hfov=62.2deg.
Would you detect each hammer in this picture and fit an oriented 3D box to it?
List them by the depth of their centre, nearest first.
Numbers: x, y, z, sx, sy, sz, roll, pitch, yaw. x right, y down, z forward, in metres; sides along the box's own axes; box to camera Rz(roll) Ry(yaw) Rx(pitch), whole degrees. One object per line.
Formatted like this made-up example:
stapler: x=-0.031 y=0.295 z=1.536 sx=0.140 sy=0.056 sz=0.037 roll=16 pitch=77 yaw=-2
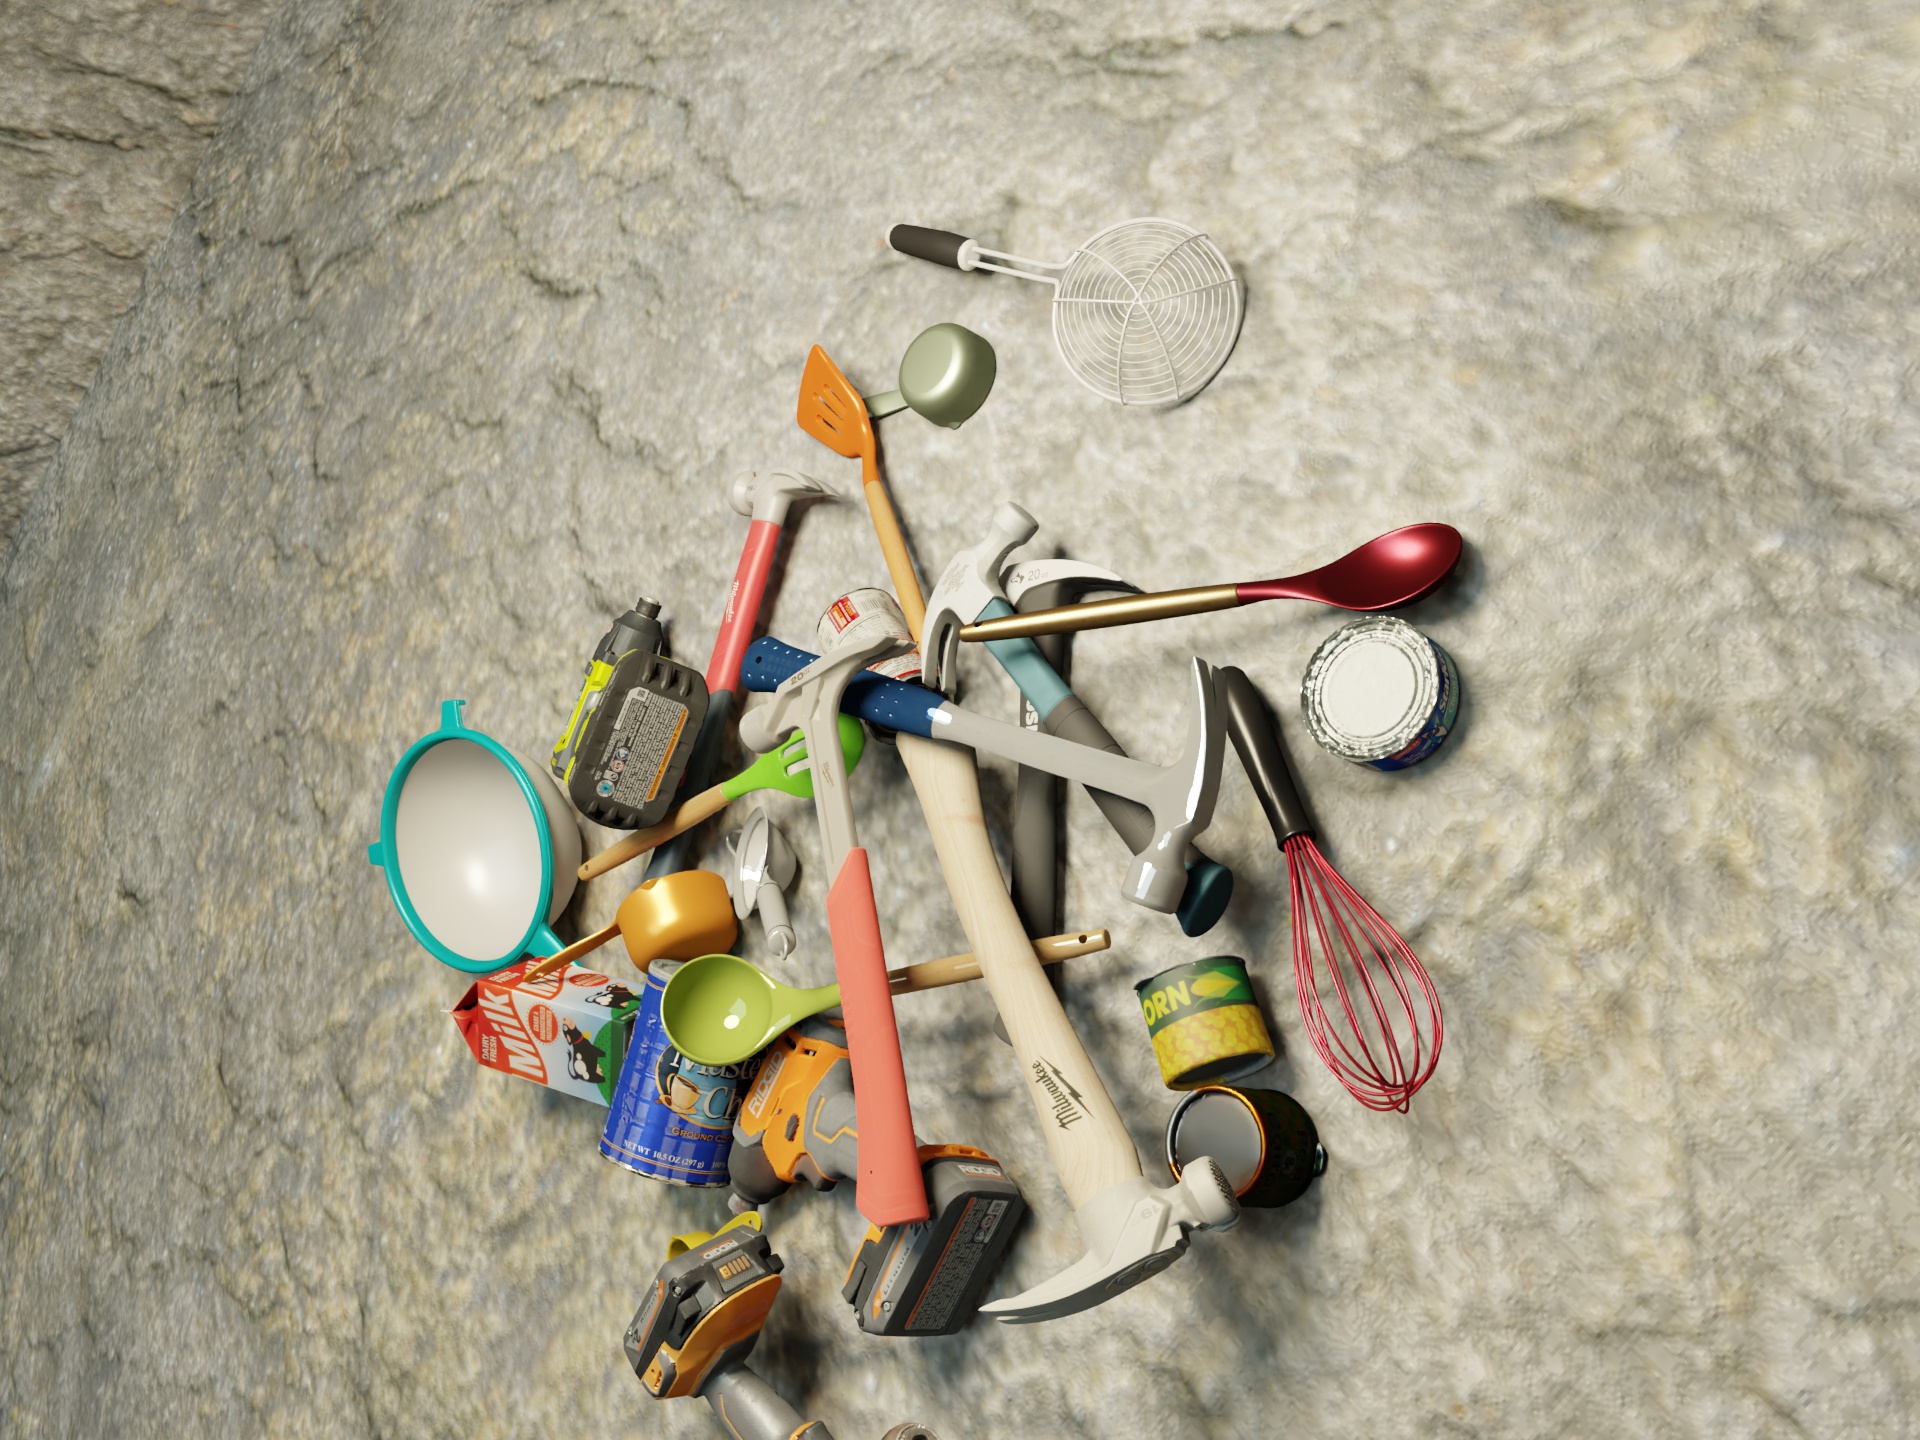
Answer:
hammer: x=0.022 y=0.152 z=0.962 sx=0.146 sy=0.038 sz=0.411 roll=-31 pitch=47 yaw=9
hammer: x=-0.059 y=0.129 z=0.995 sx=0.149 sy=0.036 sz=0.359 roll=-28 pitch=63 yaw=36
hammer: x=0.071 y=0.002 z=1.009 sx=0.128 sy=0.033 sz=0.331 roll=-50 pitch=49 yaw=19
hammer: x=-0.002 y=-0.003 z=1.025 sx=0.406 sy=0.035 sz=0.144 roll=17 pitch=86 yaw=43
hammer: x=0.055 y=0.052 z=1.055 sx=0.146 sy=0.035 sz=0.335 roll=-11 pitch=69 yaw=40
hammer: x=-0.190 y=-0.015 z=1.277 sx=0.143 sy=0.038 sz=0.386 roll=12 pitch=86 yaw=57

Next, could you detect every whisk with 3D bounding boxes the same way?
whisk: x=0.199 y=0.084 z=0.904 sx=0.073 sy=0.073 sz=0.296 roll=-37 pitch=49 yaw=27

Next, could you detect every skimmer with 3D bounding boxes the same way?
skimmer: x=0.059 y=-0.324 z=1.179 sx=0.364 sy=0.090 sz=0.127 roll=36 pitch=103 yaw=52

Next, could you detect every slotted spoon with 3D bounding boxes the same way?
slotted spoon: x=-0.194 y=0.066 z=1.217 sx=0.314 sy=0.031 sz=0.070 roll=-28 pitch=64 yaw=34

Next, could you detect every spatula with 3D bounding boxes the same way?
spatula: x=-0.070 y=-0.161 z=1.210 sx=0.081 sy=0.041 sz=0.323 roll=111 pitch=150 yaw=-44

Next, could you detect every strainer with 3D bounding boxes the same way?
strainer: x=-0.137 y=0.124 z=1.142 sx=0.258 sy=0.050 sz=0.087 roll=-133 pitch=56 yaw=-73
strainer: x=-0.358 y=0.149 z=1.365 sx=0.341 sy=0.095 sz=0.211 roll=44 pitch=116 yaw=19

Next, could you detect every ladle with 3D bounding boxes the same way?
ladle: x=0.144 y=-0.073 z=0.968 sx=0.315 sy=0.031 sz=0.069 roll=-7 pitch=40 yaw=23
ladle: x=-0.055 y=0.168 z=1.033 sx=0.320 sy=0.062 sz=0.078 roll=-16 pitch=59 yaw=24

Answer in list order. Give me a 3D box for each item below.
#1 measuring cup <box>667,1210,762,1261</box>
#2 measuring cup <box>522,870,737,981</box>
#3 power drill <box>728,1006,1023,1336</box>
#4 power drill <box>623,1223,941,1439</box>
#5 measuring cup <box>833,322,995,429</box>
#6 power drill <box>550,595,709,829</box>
measuring cup: x=-0.164 y=0.373 z=1.119 sx=0.156 sy=0.029 sz=0.062 roll=-47 pitch=58 yaw=43
measuring cup: x=-0.253 y=0.179 z=1.222 sx=0.173 sy=0.095 sz=0.052 roll=-27 pitch=61 yaw=0
power drill: x=-0.074 y=0.307 z=1.059 sx=0.227 sy=0.084 sz=0.164 roll=33 pitch=99 yaw=47
power drill: x=-0.107 y=0.431 z=0.998 sx=0.226 sy=0.084 sz=0.185 roll=48 pitch=128 yaw=26
measuring cup: x=-0.049 y=-0.262 z=1.245 sx=0.167 sy=0.038 sz=0.083 roll=-9 pitch=70 yaw=37
power drill: x=-0.272 y=-0.009 z=1.295 sx=0.171 sy=0.080 sz=0.223 roll=-67 pitch=22 yaw=4
